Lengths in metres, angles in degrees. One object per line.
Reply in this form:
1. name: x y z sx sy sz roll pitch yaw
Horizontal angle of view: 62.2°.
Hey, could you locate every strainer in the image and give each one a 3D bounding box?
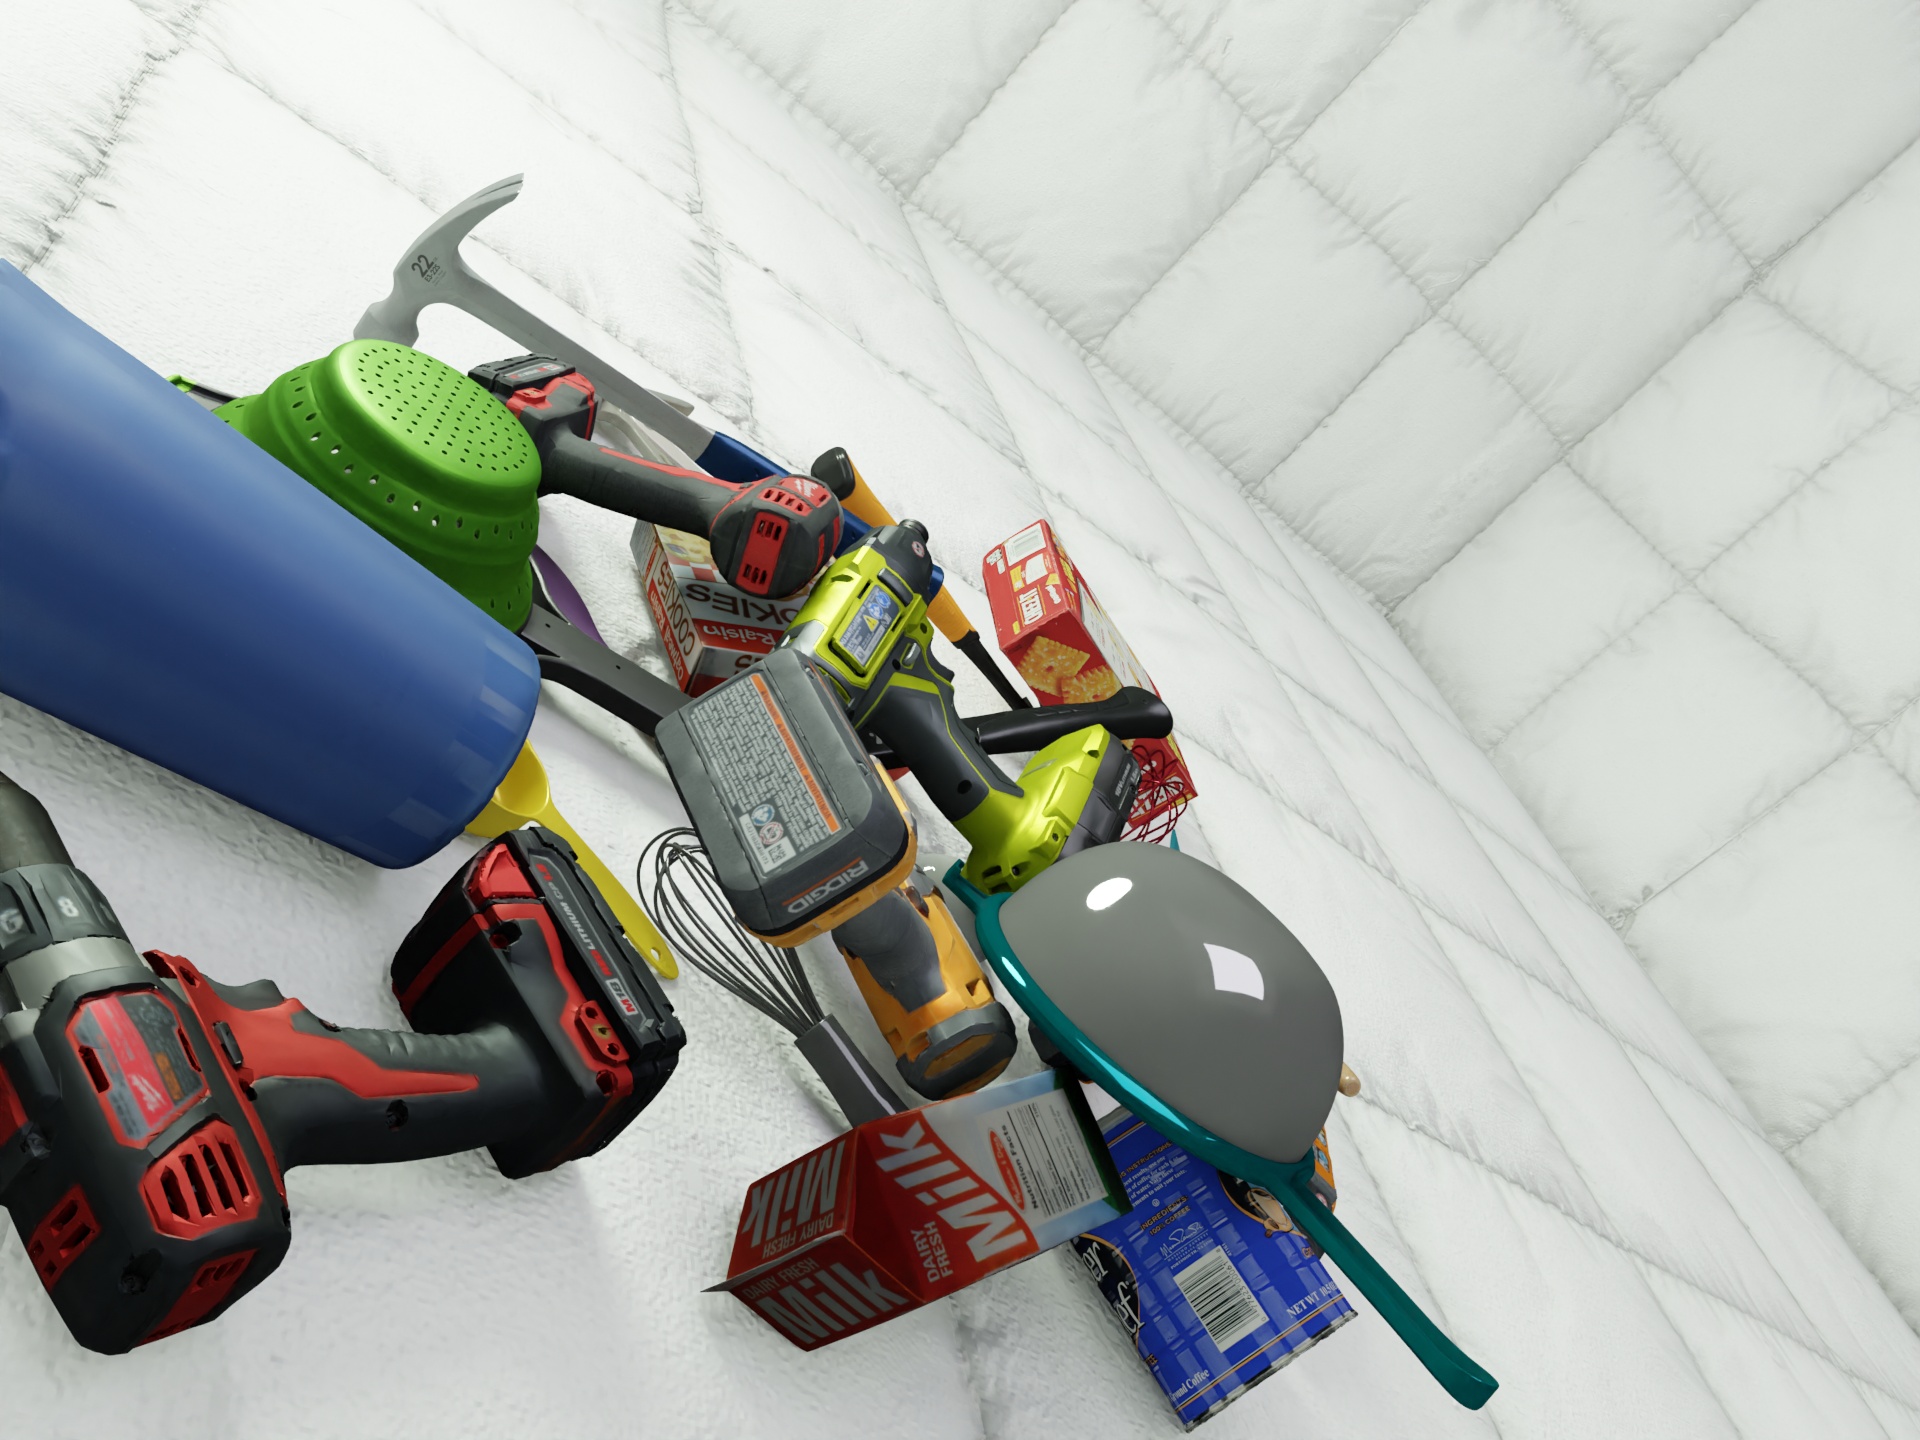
1. strainer: 0.008 0.097 1.018 0.087 0.050 0.258 42 16 6
2. strainer: 0.148 0.158 0.752 0.210 0.095 0.341 27 13 -42

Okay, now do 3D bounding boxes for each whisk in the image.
1. whisk: -0.072 0.149 0.755 0.239 0.055 0.055 52 20 4
2. whisk: 0.094 0.082 1.062 0.073 0.073 0.296 46 28 2

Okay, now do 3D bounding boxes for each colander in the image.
1. colander: -0.210 -0.076 0.805 0.396 0.094 0.205 32 24 -22

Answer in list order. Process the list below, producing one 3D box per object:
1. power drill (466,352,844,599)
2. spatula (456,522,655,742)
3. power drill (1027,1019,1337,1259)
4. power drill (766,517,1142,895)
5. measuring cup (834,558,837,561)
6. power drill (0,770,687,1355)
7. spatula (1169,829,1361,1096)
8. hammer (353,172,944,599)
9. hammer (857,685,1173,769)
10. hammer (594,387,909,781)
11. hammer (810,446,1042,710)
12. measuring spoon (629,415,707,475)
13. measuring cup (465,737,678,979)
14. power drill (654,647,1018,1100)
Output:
1. power drill: -0.175 -0.140 0.937 0.219 0.078 0.143 20 19 1
2. spatula: -0.176 -0.009 0.888 0.316 0.018 0.060 48 23 8
3. power drill: 0.144 0.230 0.968 0.226 0.084 0.164 46 19 -10
4. power drill: -0.001 -0.003 0.921 0.223 0.080 0.171 45 45 -17
5. measuring cup: -0.087 -0.115 1.224 0.095 0.052 0.174 43 18 -7
6. power drill: -0.221 0.089 0.531 0.188 0.080 0.226 52 24 19
7. spatula: 0.184 0.159 1.022 0.318 0.044 0.082 -135 -150 -69
8. hammer: -0.172 -0.188 1.033 0.405 0.144 0.035 31 27 -28
9. hammer: 0.018 0.013 1.042 0.334 0.035 0.146 -6 47 -40
10. hammer: -0.142 -0.103 1.115 0.359 0.036 0.149 50 20 15
11. hammer: -0.009 -0.083 1.219 0.336 0.034 0.127 50 14 -35
12. measuring spoon: -0.178 -0.175 1.105 0.124 0.018 0.034 40 20 -10
13. measuring cup: -0.187 0.065 0.729 0.156 0.029 0.062 53 17 -13
14. power drill: -0.058 0.061 0.747 0.186 0.084 0.226 58 -2 38
